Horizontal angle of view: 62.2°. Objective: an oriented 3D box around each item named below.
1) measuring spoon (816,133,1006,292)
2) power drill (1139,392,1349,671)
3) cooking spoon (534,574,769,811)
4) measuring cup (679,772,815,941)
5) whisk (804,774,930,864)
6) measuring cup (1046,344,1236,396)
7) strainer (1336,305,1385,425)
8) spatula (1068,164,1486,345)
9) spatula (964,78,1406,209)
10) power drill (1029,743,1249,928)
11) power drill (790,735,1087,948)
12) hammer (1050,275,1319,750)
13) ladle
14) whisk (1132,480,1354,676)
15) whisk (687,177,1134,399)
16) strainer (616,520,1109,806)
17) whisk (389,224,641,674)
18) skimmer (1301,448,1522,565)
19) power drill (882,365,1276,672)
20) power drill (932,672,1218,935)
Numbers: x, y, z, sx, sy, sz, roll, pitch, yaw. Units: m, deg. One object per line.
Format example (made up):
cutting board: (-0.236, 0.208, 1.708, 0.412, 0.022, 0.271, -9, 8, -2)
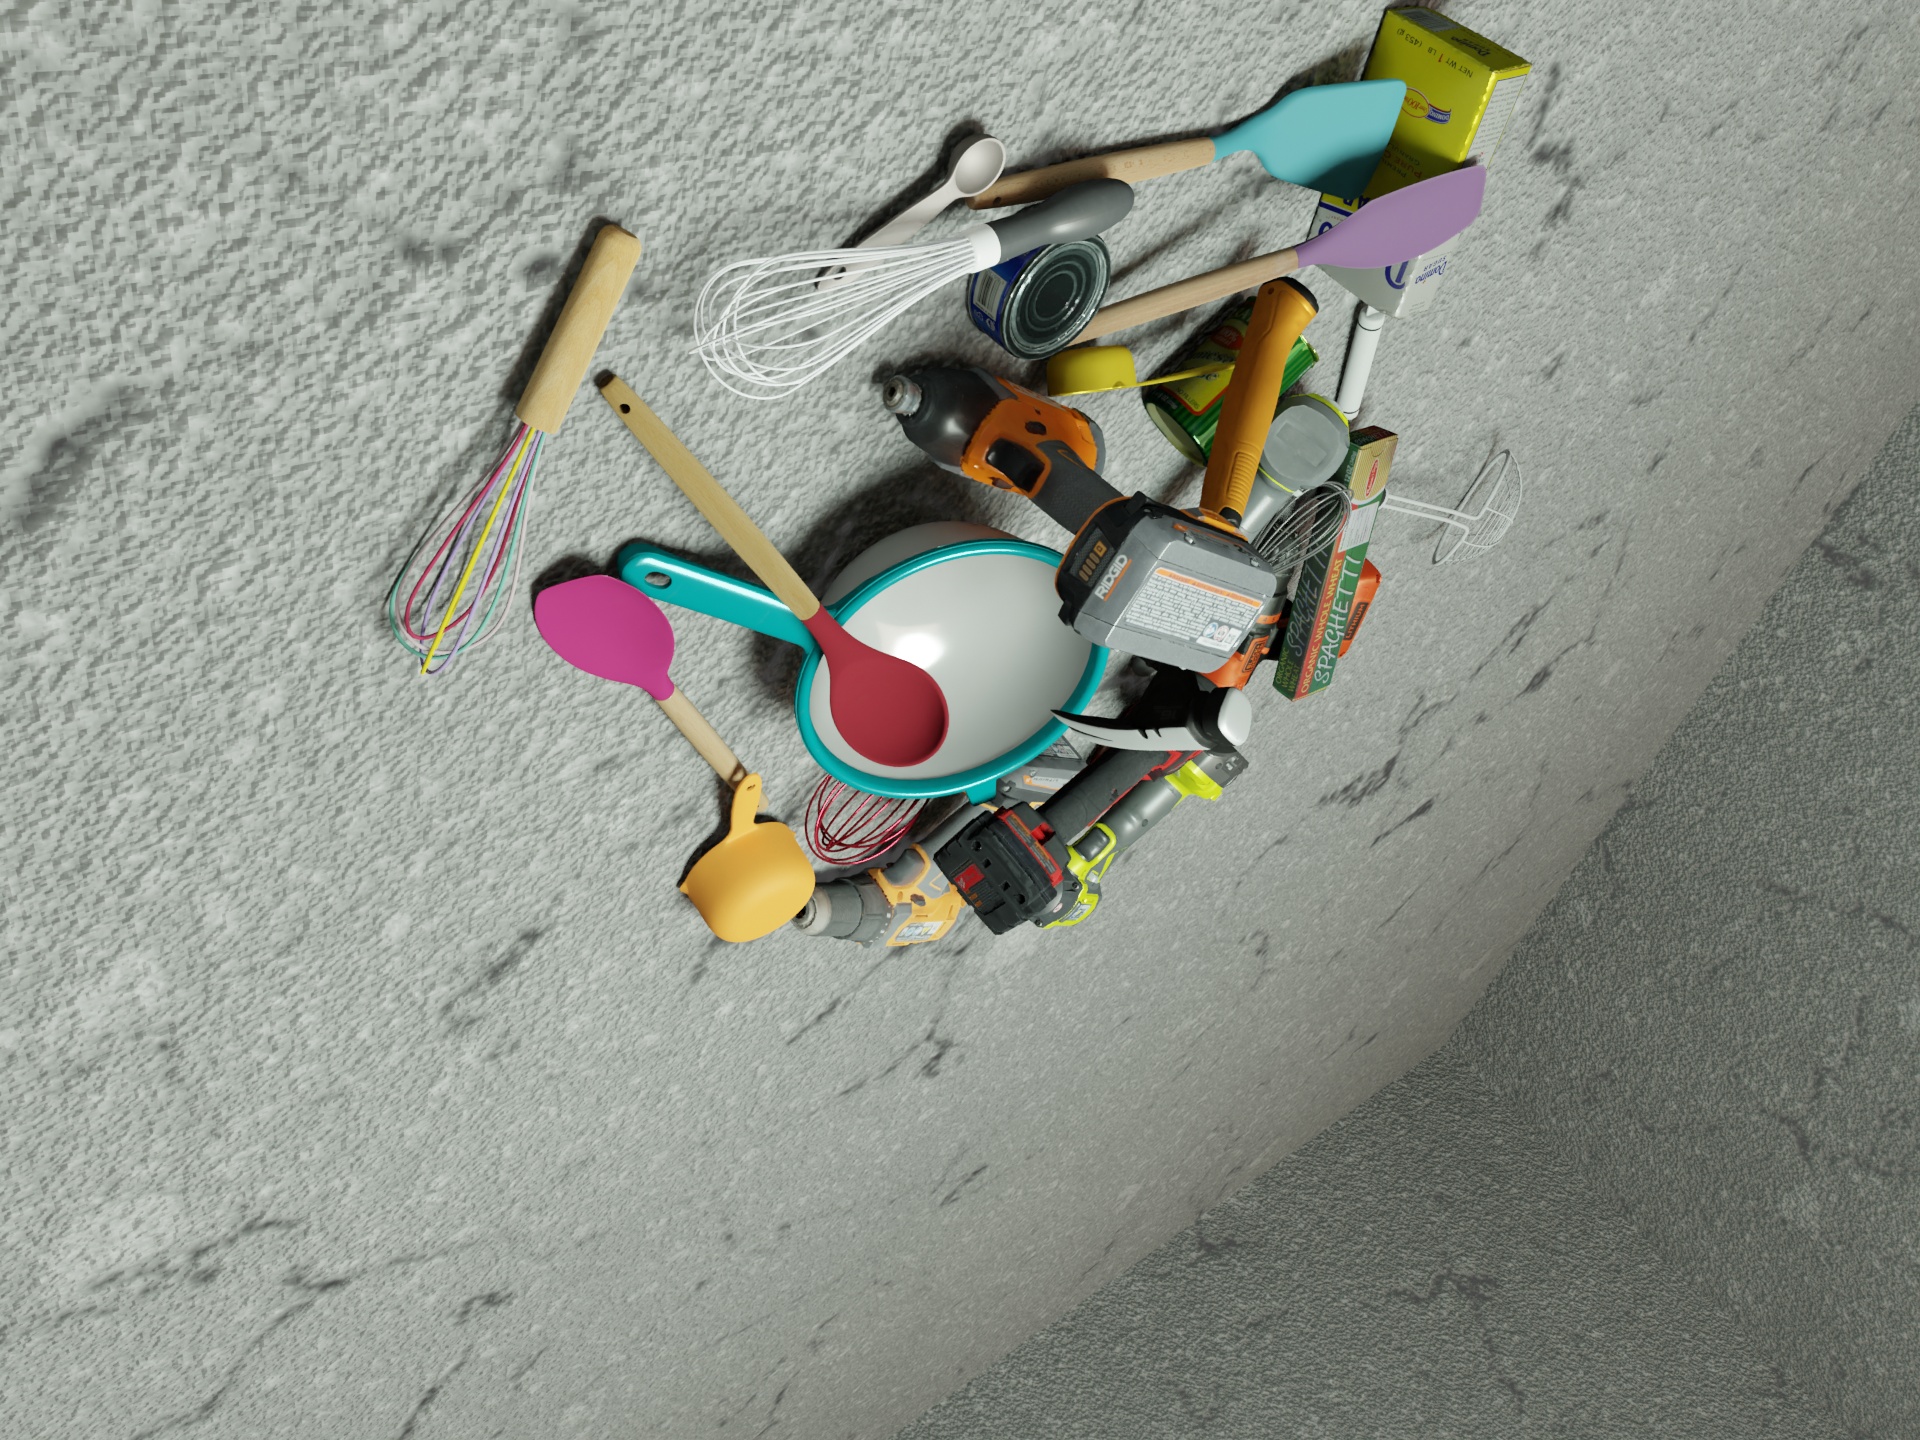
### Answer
measuring spoon: (-0.030, -0.270, 0.843, 0.124, 0.018, 0.034, -37, 155, 2)
power drill: (0.208, -0.149, 1.204, 0.228, 0.080, 0.190, -52, 177, 17)
cooking spoon: (-0.175, -0.008, 0.987, 0.069, 0.017, 0.318, -15, 152, 6)
measuring cup: (-0.141, 0.098, 1.113, 0.095, 0.052, 0.173, -25, 156, -24)
whisk: (-0.002, -0.004, 1.182, 0.296, 0.073, 0.073, -44, 152, -11)
measuring cup: (0.124, -0.232, 1.027, 0.156, 0.062, 0.029, -15, 103, -29)
strainer: (0.314, -0.309, 1.201, 0.087, 0.050, 0.258, -19, 149, -11)
spatula: (0.185, -0.280, 0.996, 0.316, 0.018, 0.059, -19, 144, -6)
spatula: (0.135, -0.329, 0.939, 0.317, 0.044, 0.082, -23, 148, -31)
power drill: (0.134, 0.085, 1.343, 0.223, 0.080, 0.171, -46, 164, 6)
power drill: (-0.023, 0.094, 1.264, 0.185, 0.084, 0.226, 7, 128, -53)
hammer: (0.158, -0.135, 0.993, 0.034, 0.127, 0.337, 38, 63, -40)
ladle: (-0.100, -0.077, 0.891, 0.069, 0.031, 0.315, -28, 132, 13)
whisk: (0.229, -0.114, 1.313, 0.239, 0.055, 0.055, -43, 154, 25)
whisk: (-0.018, -0.238, 0.834, 0.284, 0.070, 0.070, -28, 147, -27)
strainer: (-0.065, -0.070, 0.998, 0.340, 0.095, 0.211, 17, 122, -35)
whisk: (-0.215, -0.127, 0.771, 0.245, 0.051, 0.047, -59, 169, 18)
skimmer: (0.396, -0.209, 1.447, 0.363, 0.090, 0.127, 3, 127, -41)
power drill: (0.057, -0.128, 0.913, 0.164, 0.227, 0.084, 11, 119, -44)
power drill: (0.091, 0.056, 1.163, 0.220, 0.078, 0.143, -38, 176, -19)
